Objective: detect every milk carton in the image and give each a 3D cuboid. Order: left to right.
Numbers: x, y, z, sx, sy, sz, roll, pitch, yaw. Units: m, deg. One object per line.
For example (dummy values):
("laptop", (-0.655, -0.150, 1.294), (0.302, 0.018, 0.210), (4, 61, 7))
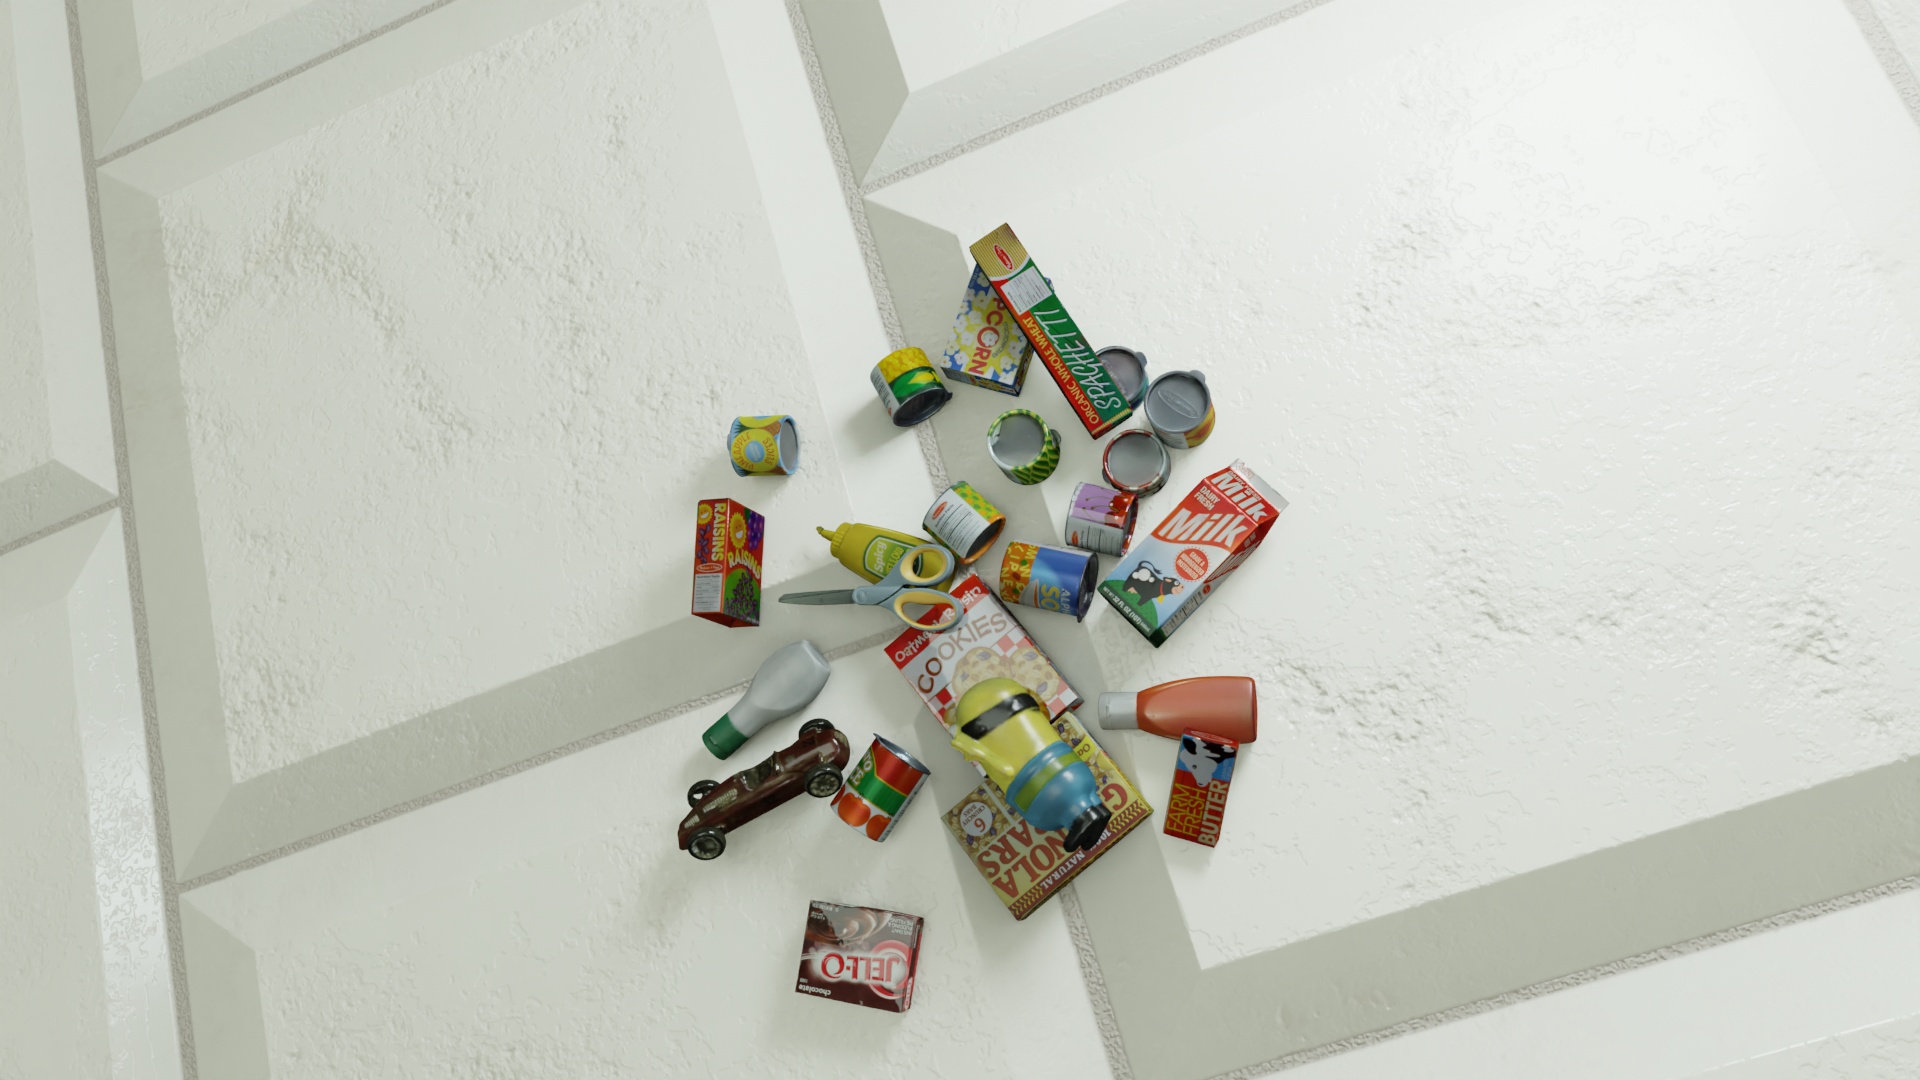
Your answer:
("milk carton", (0.227, 0.009, 1.347), (0.190, 0.073, 0.072), (-45, 70, 1))

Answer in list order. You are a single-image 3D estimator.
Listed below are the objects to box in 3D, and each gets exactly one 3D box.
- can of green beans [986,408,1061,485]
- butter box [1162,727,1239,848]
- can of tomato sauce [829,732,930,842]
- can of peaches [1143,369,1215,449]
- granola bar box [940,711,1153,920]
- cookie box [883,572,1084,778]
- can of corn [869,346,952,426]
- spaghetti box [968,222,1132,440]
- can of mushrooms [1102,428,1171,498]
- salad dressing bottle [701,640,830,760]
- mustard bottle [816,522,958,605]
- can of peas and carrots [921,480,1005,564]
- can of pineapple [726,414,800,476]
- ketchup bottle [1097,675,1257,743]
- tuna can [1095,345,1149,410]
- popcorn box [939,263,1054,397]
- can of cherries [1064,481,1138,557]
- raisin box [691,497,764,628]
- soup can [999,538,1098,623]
("can of green beans", (0.064, -0.096, 1.425), (0.071, 0.057, 0.071), (-3, 76, 14))
("butter box", (0.225, 0.231, 1.299), (0.053, 0.024, 0.103), (12, 103, 16))
("can of tomato sauce", (-0.081, 0.245, 1.375), (0.071, 0.071, 0.083), (34, 88, 20))
("can of peaches", (0.222, -0.132, 1.391), (0.071, 0.058, 0.071), (-4, 75, 15))
("granola bar box", (0.083, 0.265, 1.341), (0.165, 0.039, 0.124), (-41, 70, 3))
("cookie box", (0.022, 0.134, 1.388), (0.123, 0.040, 0.168), (-41, 70, 3))
("can of corn", (-0.052, -0.164, 1.470), (0.071, 0.071, 0.058), (-32, 71, 6))
("spaghetti box", (0.092, -0.215, 1.422), (0.050, 0.028, 0.250), (-32, 73, 4))
("can of mushrooms", (0.176, -0.077, 1.403), (0.071, 0.033, 0.071), (-3, 77, 14))
("salad dressing bottle", (-0.203, 0.167, 1.440), (0.147, 0.044, 0.064), (-41, 72, 4))
("mustard bottle", (-0.084, 0.016, 1.442), (0.160, 0.049, 0.065), (20, 86, 19))
("can of peas and carrots", (0.005, -0.018, 1.418), (0.059, 0.071, 0.071), (42, 90, 17))
("can of pineapple", (-0.211, -0.102, 1.494), (0.058, 0.071, 0.071), (-1, 77, 15))
("ketchup bottle", (0.208, 0.163, 1.330), (0.149, 0.043, 0.065), (-2, 82, 15))
("tuna can", (0.162, -0.166, 1.429), (0.071, 0.033, 0.071), (-3, 76, 14))
("popcorn box", (0.040, -0.225, 1.473), (0.085, 0.038, 0.127), (17, 81, 17))
("can of cherries", (0.142, -0.023, 1.382), (0.058, 0.071, 0.071), (13, 81, 17))
("raisin box", (-0.244, 0.025, 1.463), (0.040, 0.086, 0.123), (-3, 76, 19))
("soup can", (0.087, 0.039, 1.380), (0.084, 0.071, 0.071), (11, 80, 18))
